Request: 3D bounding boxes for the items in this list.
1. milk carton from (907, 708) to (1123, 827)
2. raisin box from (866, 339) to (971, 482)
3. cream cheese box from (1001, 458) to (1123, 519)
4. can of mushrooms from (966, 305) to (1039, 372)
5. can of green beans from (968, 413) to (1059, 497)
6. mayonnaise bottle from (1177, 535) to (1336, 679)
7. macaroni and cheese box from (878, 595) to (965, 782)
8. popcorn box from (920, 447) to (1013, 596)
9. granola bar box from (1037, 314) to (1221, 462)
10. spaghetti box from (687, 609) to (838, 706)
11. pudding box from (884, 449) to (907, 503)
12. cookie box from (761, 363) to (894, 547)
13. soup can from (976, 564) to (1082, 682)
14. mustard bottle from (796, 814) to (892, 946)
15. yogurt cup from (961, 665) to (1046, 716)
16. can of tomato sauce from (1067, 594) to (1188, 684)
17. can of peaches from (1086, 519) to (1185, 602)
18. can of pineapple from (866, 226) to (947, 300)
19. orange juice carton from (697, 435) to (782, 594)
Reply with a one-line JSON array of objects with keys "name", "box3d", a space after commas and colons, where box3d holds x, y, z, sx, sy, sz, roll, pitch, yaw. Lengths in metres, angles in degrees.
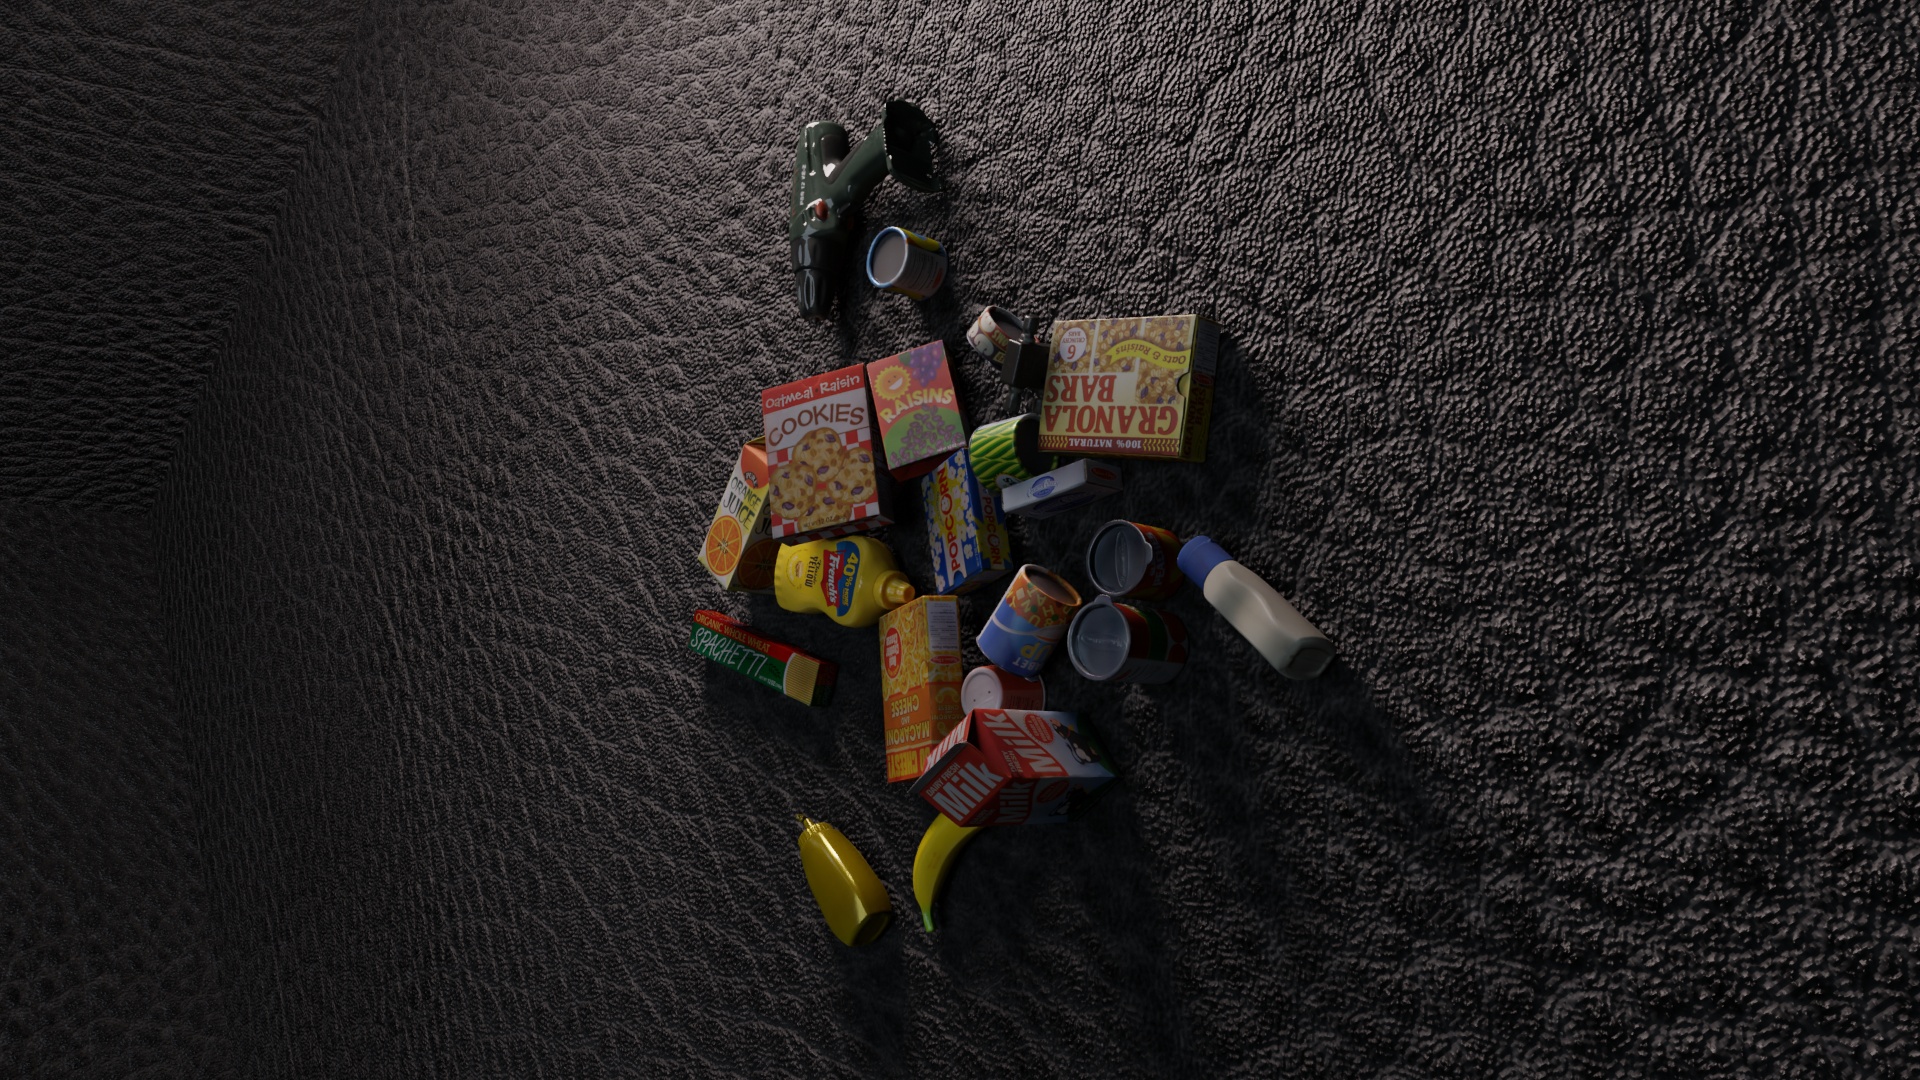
[{"name": "milk carton", "box3d": [0.042, 0.193, 1.179, 0.072, 0.191, 0.074, -50, 53, 28]}, {"name": "raisin box", "box3d": [-0.039, -0.131, 1.402, 0.086, 0.040, 0.124, -18, 68, 11]}, {"name": "cream cheese box", "box3d": [0.092, -0.046, 1.268, 0.103, 0.053, 0.024, -19, 68, 42]}, {"name": "can of mushrooms", "box3d": [0.042, -0.191, 1.333, 0.033, 0.071, 0.071, -49, 52, 26]}, {"name": "can of green beans", "box3d": [0.051, -0.082, 1.307, 0.057, 0.071, 0.071, -11, 75, 43]}, {"name": "mayonnaise bottle", "box3d": [0.231, 0.051, 1.109, 0.041, 0.065, 0.148, -59, 45, 18]}, {"name": "macaroni and cheese box", "box3d": [-0.037, 0.146, 1.347, 0.123, 0.040, 0.166, 150, 119, -63]}, {"name": "popcorn box", "box3d": [0.005, -0.017, 1.349, 0.085, 0.038, 0.127, -33, 60, 52]}, {"name": "granola bar box", "box3d": [0.147, -0.135, 1.239, 0.165, 0.039, 0.124, 6, 88, 46]}, {"name": "spaghetti box", "box3d": [-0.229, 0.131, 1.578, 0.250, 0.029, 0.050, 16, 94, 45]}, {"name": "pudding box", "box3d": [-0.072, -0.084, 1.456, 0.083, 0.030, 0.050, -55, 49, 23]}, {"name": "cookie box", "box3d": [-0.139, -0.089, 1.442, 0.123, 0.040, 0.168, -13, 72, 19]}, {"name": "soup can", "box3d": [0.065, 0.075, 1.266, 0.071, 0.071, 0.083, 48, 116, 39]}, {"name": "mustard bottle", "box3d": [-0.128, 0.338, 1.426, 0.065, 0.049, 0.161, -56, 49, 22]}, {"name": "yogurt cup", "box3d": [0.038, 0.145, 1.289, 0.072, 0.054, 0.072, -8, 78, 44]}, {"name": "can of tomato sauce", "box3d": [0.142, 0.085, 1.174, 0.071, 0.083, 0.071, -9, 77, 44]}, {"name": "can of peaches", "box3d": [0.153, 0.018, 1.193, 0.071, 0.058, 0.071, -10, 76, 43]}, {"name": "can of pineapple", "box3d": [-0.057, -0.291, 1.457, 0.071, 0.058, 0.071, -9, 77, 44]}, {"name": "orange juice carton", "box3d": [-0.218, -0.041, 1.565, 0.073, 0.072, 0.192, 39, 110, 41]}]
